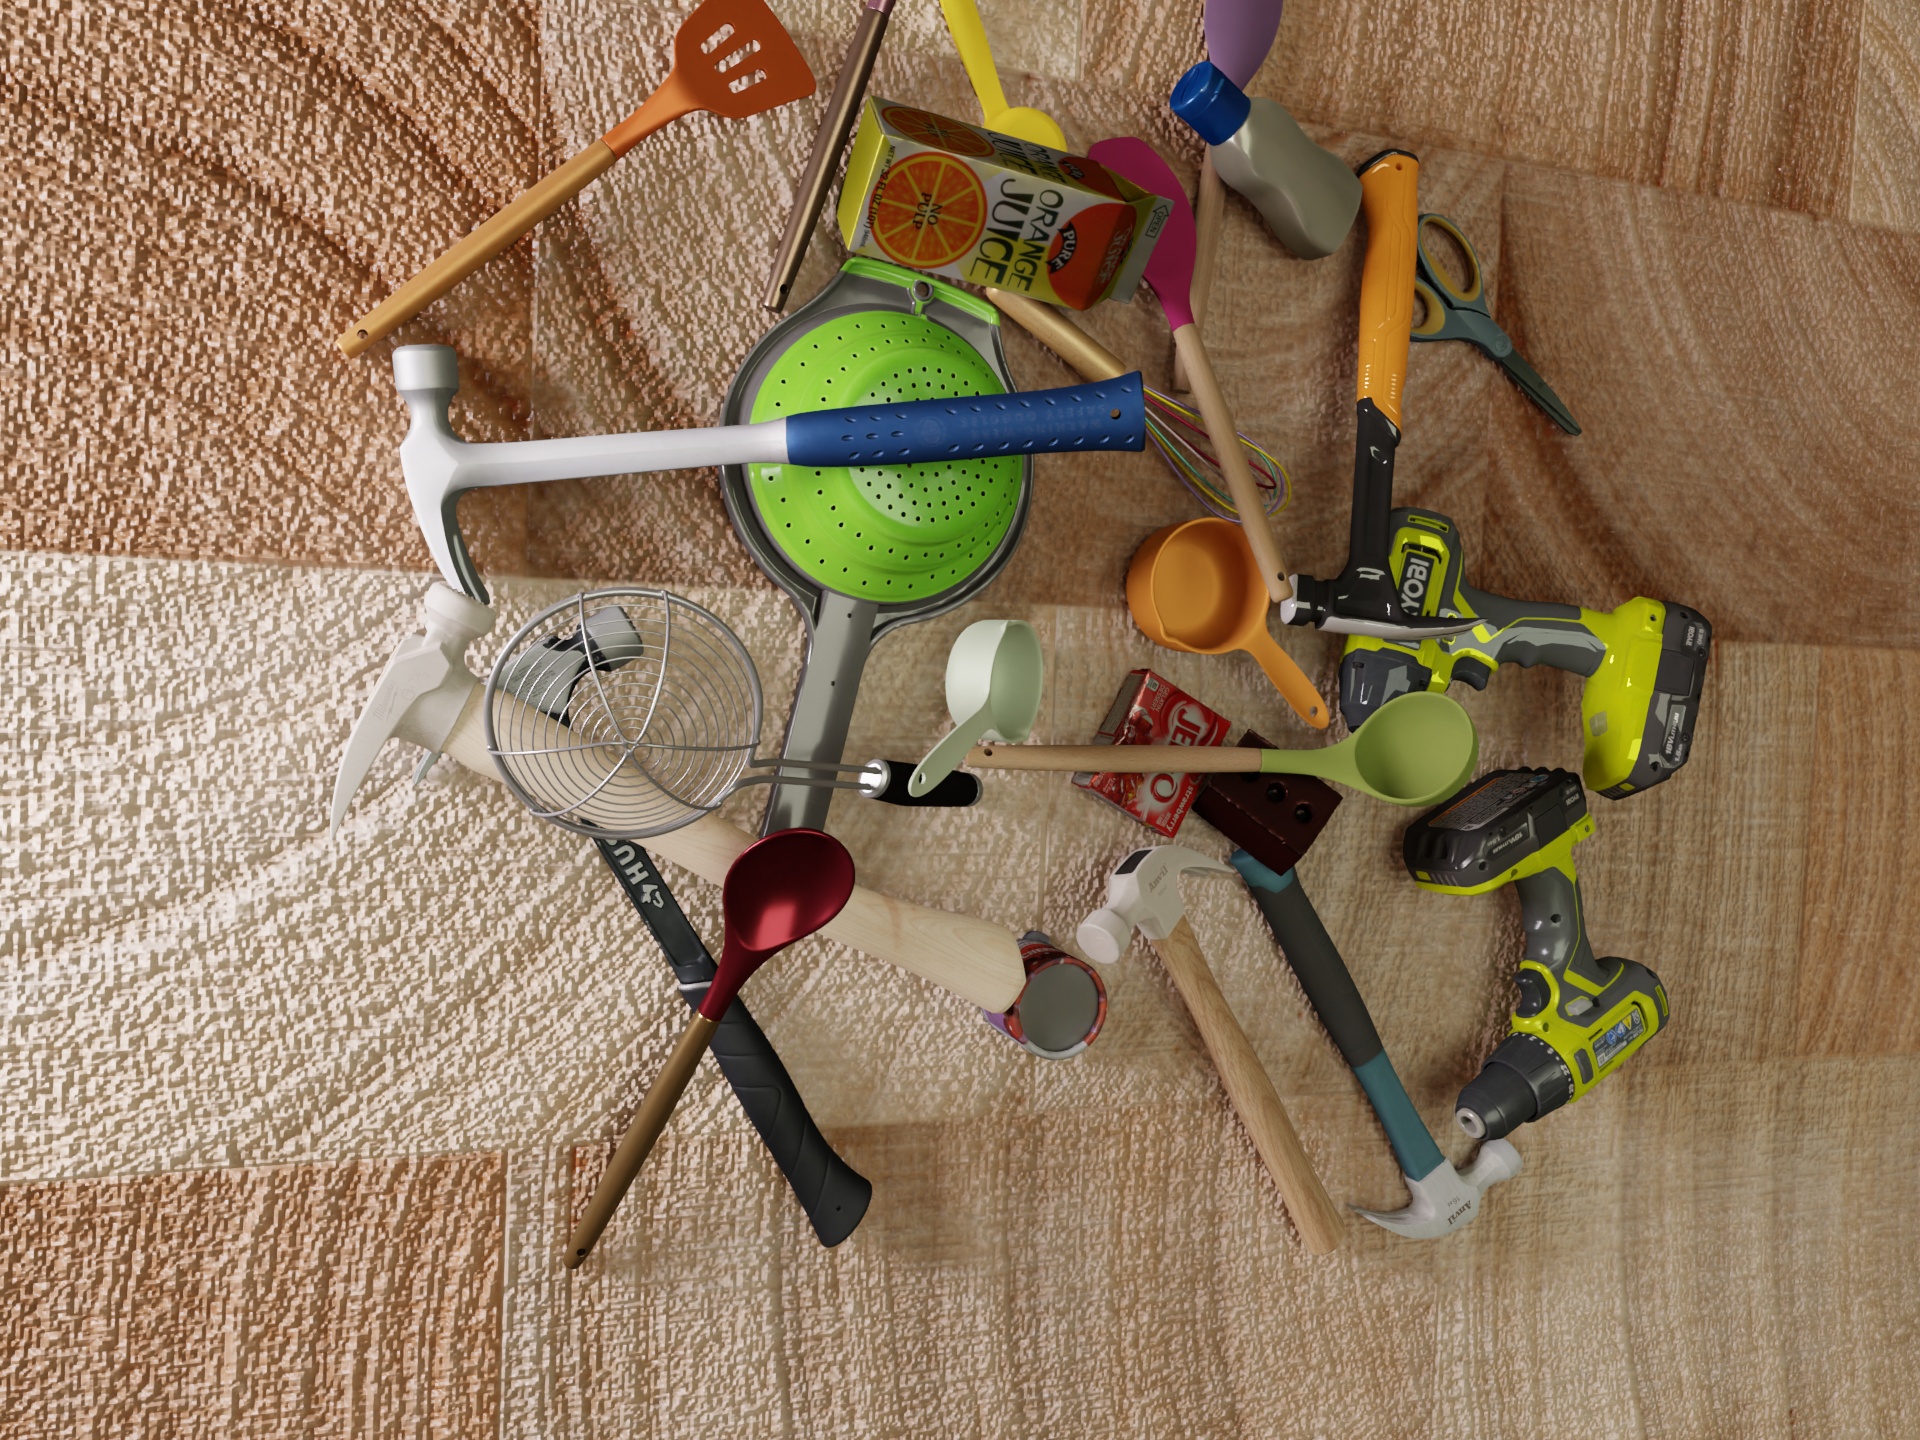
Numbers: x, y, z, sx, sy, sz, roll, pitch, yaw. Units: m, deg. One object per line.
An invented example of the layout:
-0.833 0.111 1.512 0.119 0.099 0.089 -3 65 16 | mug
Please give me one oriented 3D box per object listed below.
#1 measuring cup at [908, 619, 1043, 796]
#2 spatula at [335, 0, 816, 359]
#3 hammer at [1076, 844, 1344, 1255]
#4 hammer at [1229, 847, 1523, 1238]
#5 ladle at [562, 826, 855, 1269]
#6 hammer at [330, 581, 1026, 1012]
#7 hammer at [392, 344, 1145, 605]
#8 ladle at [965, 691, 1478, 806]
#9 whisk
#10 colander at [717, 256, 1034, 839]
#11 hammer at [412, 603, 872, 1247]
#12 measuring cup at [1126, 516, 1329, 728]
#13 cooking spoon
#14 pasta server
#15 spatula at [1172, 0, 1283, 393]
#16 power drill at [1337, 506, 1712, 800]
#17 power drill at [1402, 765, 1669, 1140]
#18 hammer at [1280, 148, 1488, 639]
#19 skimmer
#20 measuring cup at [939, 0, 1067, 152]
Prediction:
-0.002 -0.003 0.949 0.168 0.038 0.083 -46 134 -47 | measuring cup
-0.219 -0.306 0.900 0.322 0.041 0.081 -41 108 -9 | spatula
0.184 0.225 1.060 0.130 0.031 0.331 -46 116 -40 | hammer
0.279 0.222 1.113 0.128 0.033 0.331 -34 104 -17 | hammer
-0.153 0.189 0.904 0.069 0.031 0.315 25 104 -21 | ladle
-0.143 0.082 0.906 0.410 0.038 0.146 29 86 -20 | hammer
-0.103 -0.145 0.864 0.405 0.035 0.144 -4 97 5 | hammer
0.164 0.018 0.997 0.320 0.062 0.078 1 57 -3 | ladle
0.119 -0.209 1.020 0.244 0.047 0.051 35 76 -17 | whisk
-0.053 -0.079 0.936 0.204 0.094 0.397 14 88 -21 | colander
-0.165 0.143 0.940 0.149 0.036 0.408 -31 104 -15 | hammer
0.179 -0.058 1.049 0.095 0.052 0.173 -47 109 -12 | measuring cup
0.150 -0.224 1.007 0.068 0.017 0.319 -16 83 -22 | cooking spoon
-0.063 -0.394 0.949 0.060 0.040 0.316 19 92 -33 | pasta server
0.170 -0.371 1.044 0.059 0.018 0.316 10 89 -25 | spatula
0.370 -0.033 1.070 0.223 0.080 0.171 16 77 2 | power drill
0.397 0.166 1.121 0.190 0.080 0.228 -27 103 -26 | power drill
0.285 -0.218 1.049 0.127 0.034 0.337 7 78 -3 | hammer
-0.096 0.011 0.859 0.127 0.090 0.363 -58 155 11 | skimmer
0.021 -0.397 0.978 0.062 0.029 0.156 -27 104 -17 | measuring cup
